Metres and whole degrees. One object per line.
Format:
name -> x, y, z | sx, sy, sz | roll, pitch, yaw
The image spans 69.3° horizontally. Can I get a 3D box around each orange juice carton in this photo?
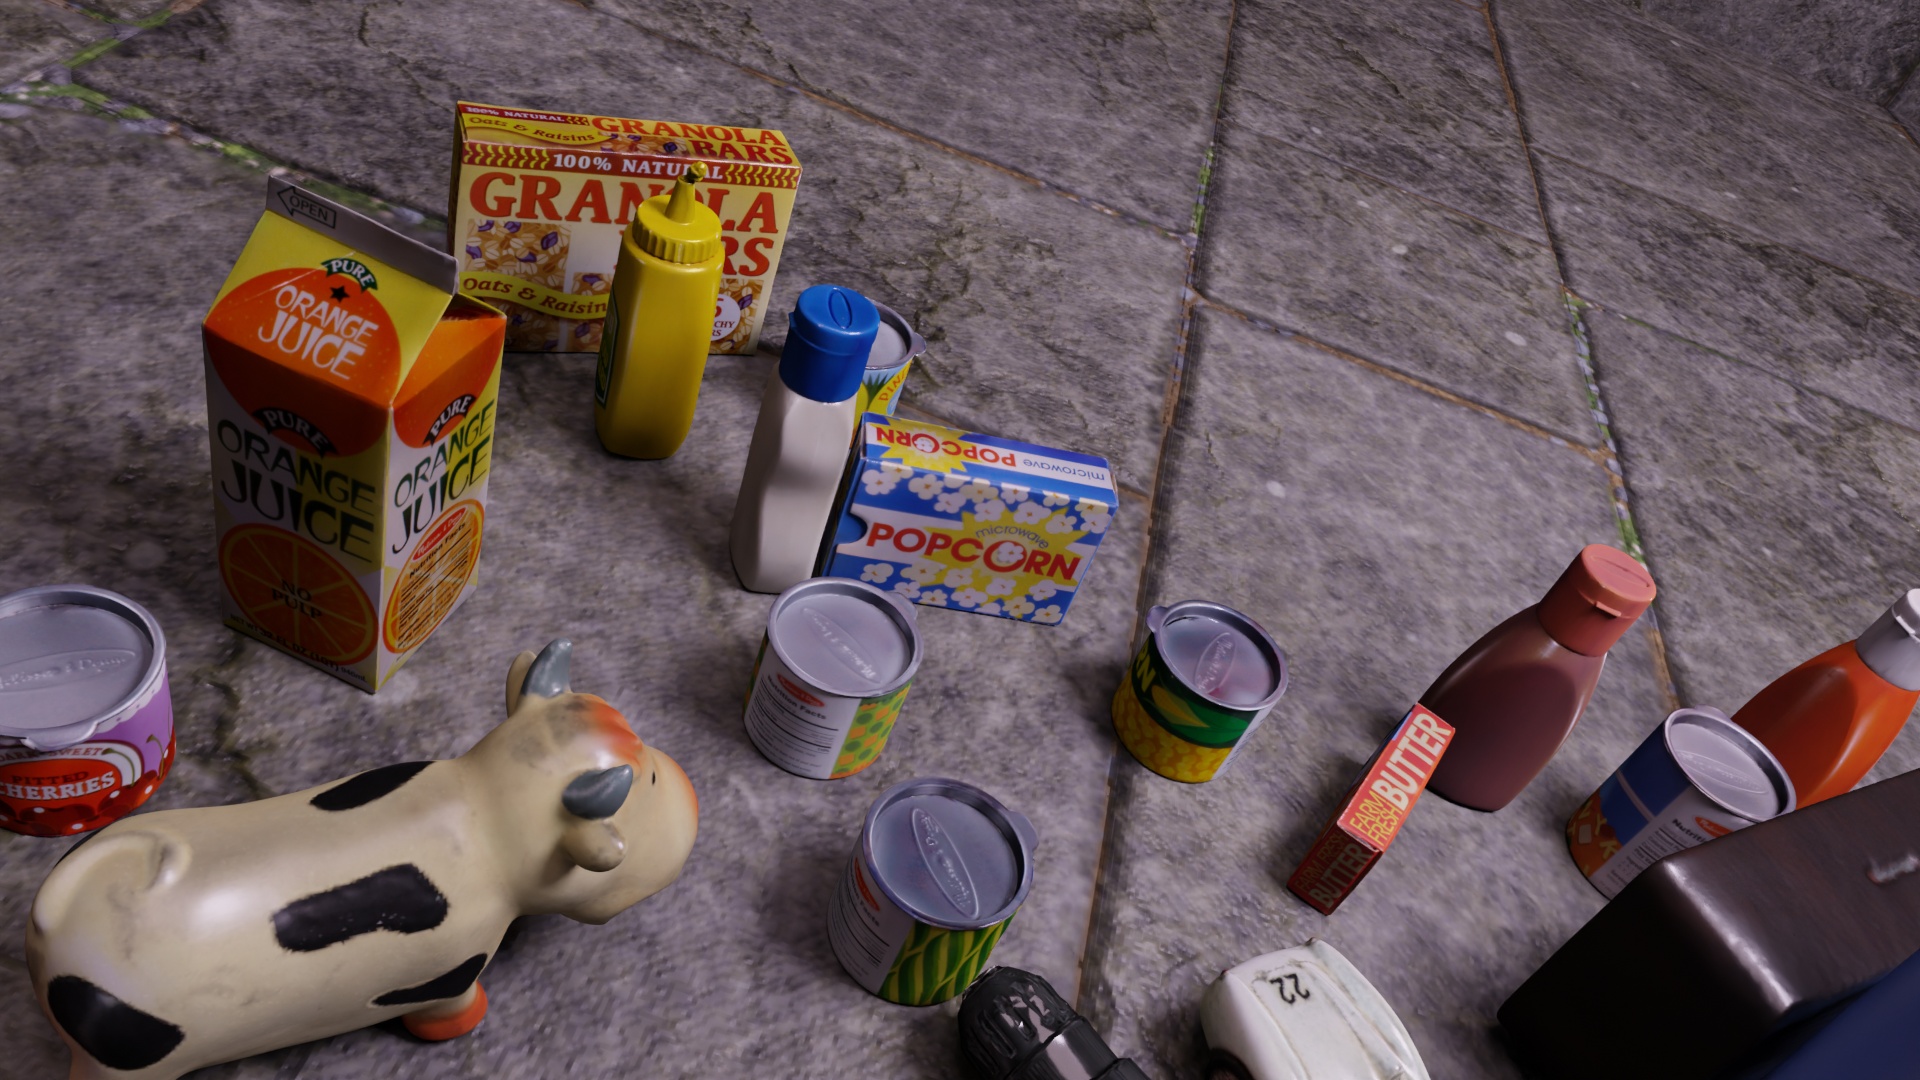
orange juice carton -> -0.225, -0.040, 0.518 | 0.072, 0.191, 0.073 | 25, 40, 2

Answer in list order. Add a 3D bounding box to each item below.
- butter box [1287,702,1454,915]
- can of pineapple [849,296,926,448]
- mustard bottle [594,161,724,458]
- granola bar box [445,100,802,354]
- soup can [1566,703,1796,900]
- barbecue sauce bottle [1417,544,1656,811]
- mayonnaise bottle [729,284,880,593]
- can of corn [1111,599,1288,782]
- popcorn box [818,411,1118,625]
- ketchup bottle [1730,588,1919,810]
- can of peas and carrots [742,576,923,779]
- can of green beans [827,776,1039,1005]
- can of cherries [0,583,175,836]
butter box -> 0.190, 0.122, 0.638 | 0.024, 0.052, 0.104 | 36, 42, 16
can of pineapple -> -0.061, -0.091, 0.754 | 0.071, 0.057, 0.071 | 13, 41, -11
mustard bottle -> -0.142, -0.113, 0.662 | 0.049, 0.159, 0.065 | 3, 44, -22
granola bar box -> -0.178, -0.157, 0.722 | 0.166, 0.123, 0.039 | -3, 46, -27
soup can -> 0.348, 0.131, 0.676 | 0.071, 0.083, 0.072 | 13, 41, -11
barbecue sauce bottle -> 0.271, 0.066, 0.663 | 0.065, 0.147, 0.044 | 27, 40, 5
mayonnaise bottle -> -0.072, -0.045, 0.629 | 0.041, 0.147, 0.065 | 5, 43, -20
can of corn -> 0.109, 0.070, 0.654 | 0.071, 0.058, 0.071 | 13, 41, -11
popcorn box -> 0.002, -0.008, 0.671 | 0.127, 0.084, 0.038 | 10, 42, -15
ketchup bottle -> 0.457, 0.088, 0.724 | 0.043, 0.148, 0.065 | 4, 44, -21
can of peas and carrots -> -0.054, 0.058, 0.593 | 0.071, 0.058, 0.071 | 13, 41, -11
can of green beans -> -0.013, 0.134, 0.529 | 0.071, 0.057, 0.071 | 13, 41, -11
can of cherries -> -0.308, 0.060, 0.475 | 0.071, 0.058, 0.072 | 13, 41, -11
